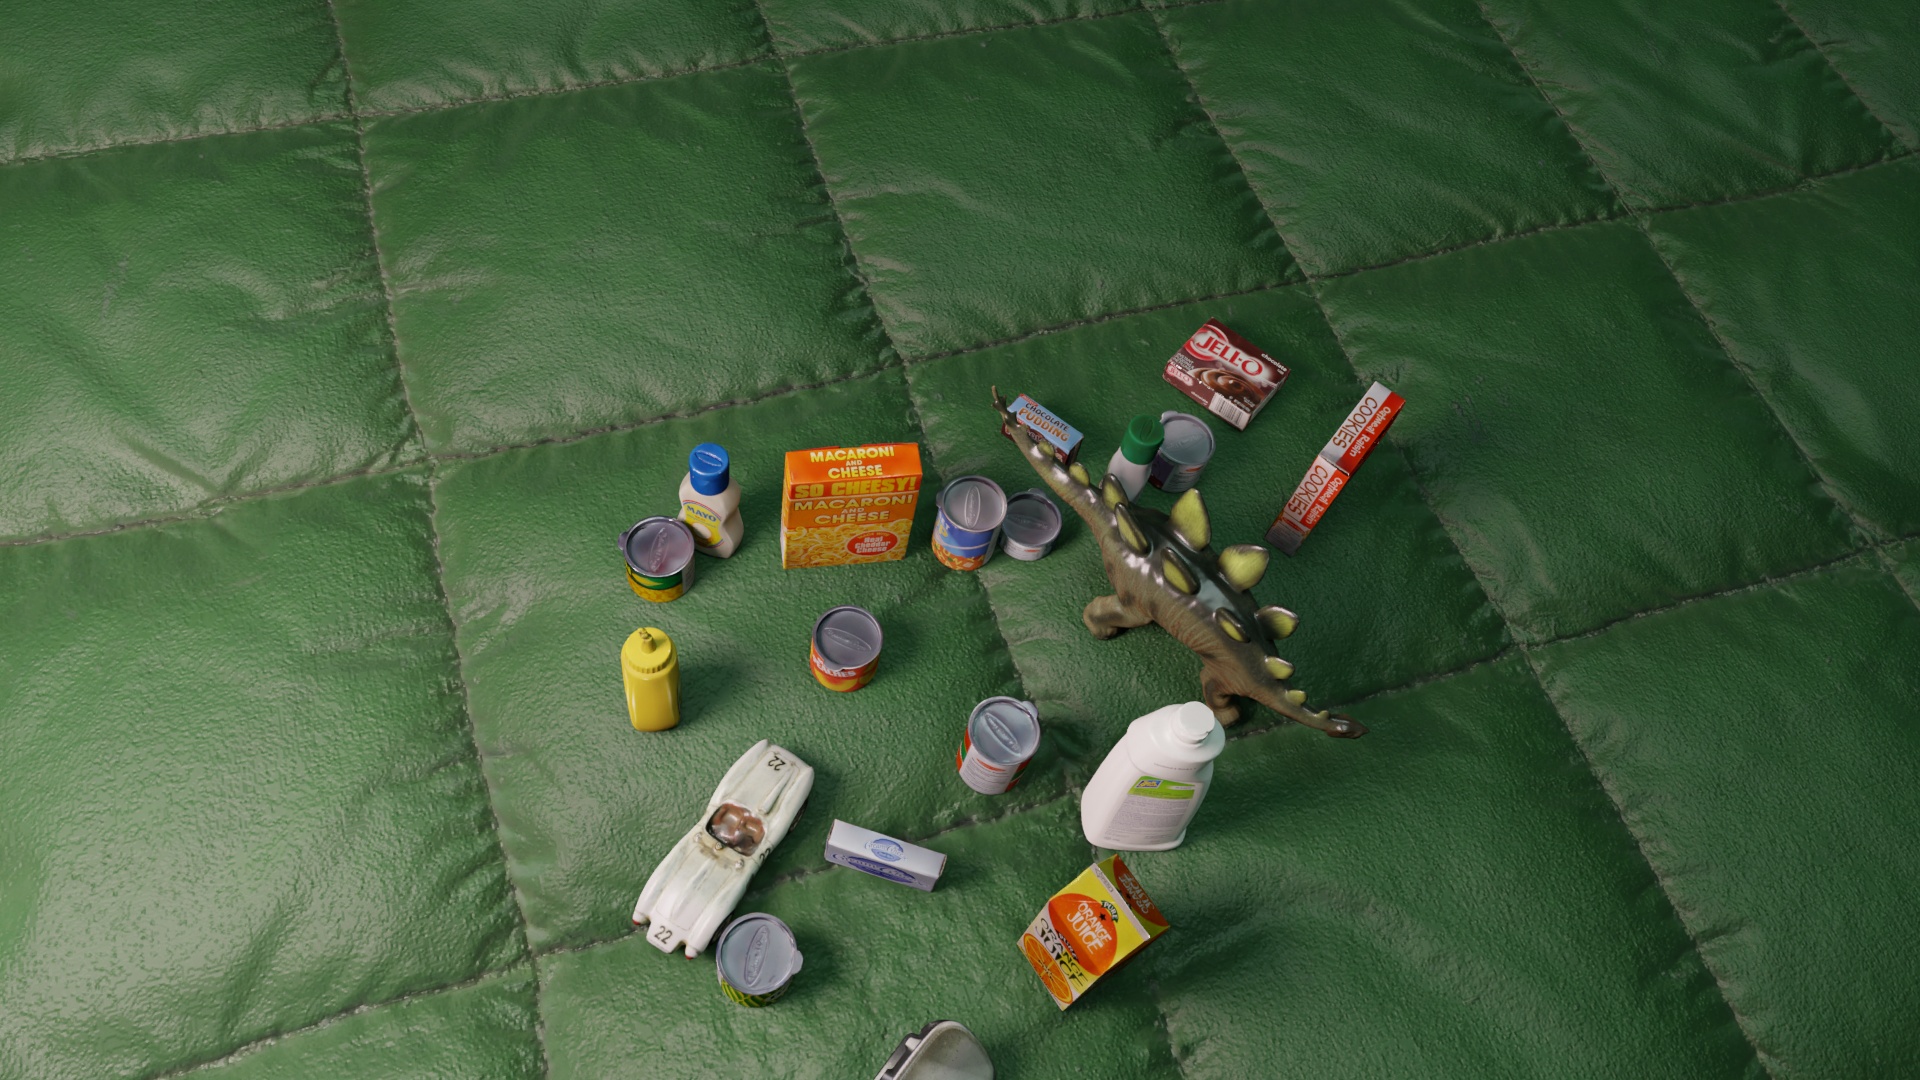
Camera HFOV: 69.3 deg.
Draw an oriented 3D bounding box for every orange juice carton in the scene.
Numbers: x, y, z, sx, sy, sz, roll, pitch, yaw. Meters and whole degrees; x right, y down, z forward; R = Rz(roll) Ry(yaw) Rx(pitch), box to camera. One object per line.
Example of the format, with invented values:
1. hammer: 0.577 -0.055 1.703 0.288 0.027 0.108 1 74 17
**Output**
1. orange juice carton: 0.111 0.321 1.147 0.073 0.191 0.072 -28 69 -22

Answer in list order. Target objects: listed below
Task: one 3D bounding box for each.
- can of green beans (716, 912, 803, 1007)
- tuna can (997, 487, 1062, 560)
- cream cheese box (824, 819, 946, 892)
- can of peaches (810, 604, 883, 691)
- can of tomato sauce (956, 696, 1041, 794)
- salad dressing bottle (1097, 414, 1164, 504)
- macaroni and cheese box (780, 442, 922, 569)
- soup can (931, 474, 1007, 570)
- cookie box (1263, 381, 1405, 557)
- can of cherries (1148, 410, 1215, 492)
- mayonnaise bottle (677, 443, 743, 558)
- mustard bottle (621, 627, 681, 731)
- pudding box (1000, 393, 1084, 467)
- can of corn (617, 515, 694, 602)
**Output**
1. can of green beans: -0.171 0.352 1.161 0.071 0.057 0.071 4 60 -7
2. tuna can: 0.070 -0.017 1.426 0.071 0.032 0.071 4 60 -7
3. cream cheese box: -0.067 0.279 1.223 0.104 0.053 0.024 18 60 1
4. can of peaches: -0.110 0.104 1.312 0.071 0.057 0.071 4 60 -7
5. can of tomato sauce: 0.035 0.187 1.274 0.071 0.082 0.071 4 60 -7
6. salad dressing bottle: 0.171 -0.073 1.408 0.044 0.147 0.064 25 60 5
7. macaroni and cheese box: -0.108 -0.032 1.328 0.124 0.165 0.040 -5 62 -12
8. soup can: 0.005 -0.017 1.386 0.071 0.083 0.071 4 60 -7
9. cookie box: 0.384 -0.071 1.431 0.040 0.166 0.123 36 62 11
10. can of cherries: 0.231 -0.095 1.482 0.071 0.058 0.072 4 60 -7
11. mayonnaise bottle: -0.239 -0.038 1.320 0.065 0.147 0.041 23 60 4
12. mustard bottle: -0.271 0.116 1.220 0.049 0.159 0.065 -5 62 -12
13. pudding box: 0.086 -0.113 1.474 0.084 0.049 0.030 37 62 12
14. can of corn: -0.291 0.018 1.331 0.071 0.058 0.071 4 60 -7
